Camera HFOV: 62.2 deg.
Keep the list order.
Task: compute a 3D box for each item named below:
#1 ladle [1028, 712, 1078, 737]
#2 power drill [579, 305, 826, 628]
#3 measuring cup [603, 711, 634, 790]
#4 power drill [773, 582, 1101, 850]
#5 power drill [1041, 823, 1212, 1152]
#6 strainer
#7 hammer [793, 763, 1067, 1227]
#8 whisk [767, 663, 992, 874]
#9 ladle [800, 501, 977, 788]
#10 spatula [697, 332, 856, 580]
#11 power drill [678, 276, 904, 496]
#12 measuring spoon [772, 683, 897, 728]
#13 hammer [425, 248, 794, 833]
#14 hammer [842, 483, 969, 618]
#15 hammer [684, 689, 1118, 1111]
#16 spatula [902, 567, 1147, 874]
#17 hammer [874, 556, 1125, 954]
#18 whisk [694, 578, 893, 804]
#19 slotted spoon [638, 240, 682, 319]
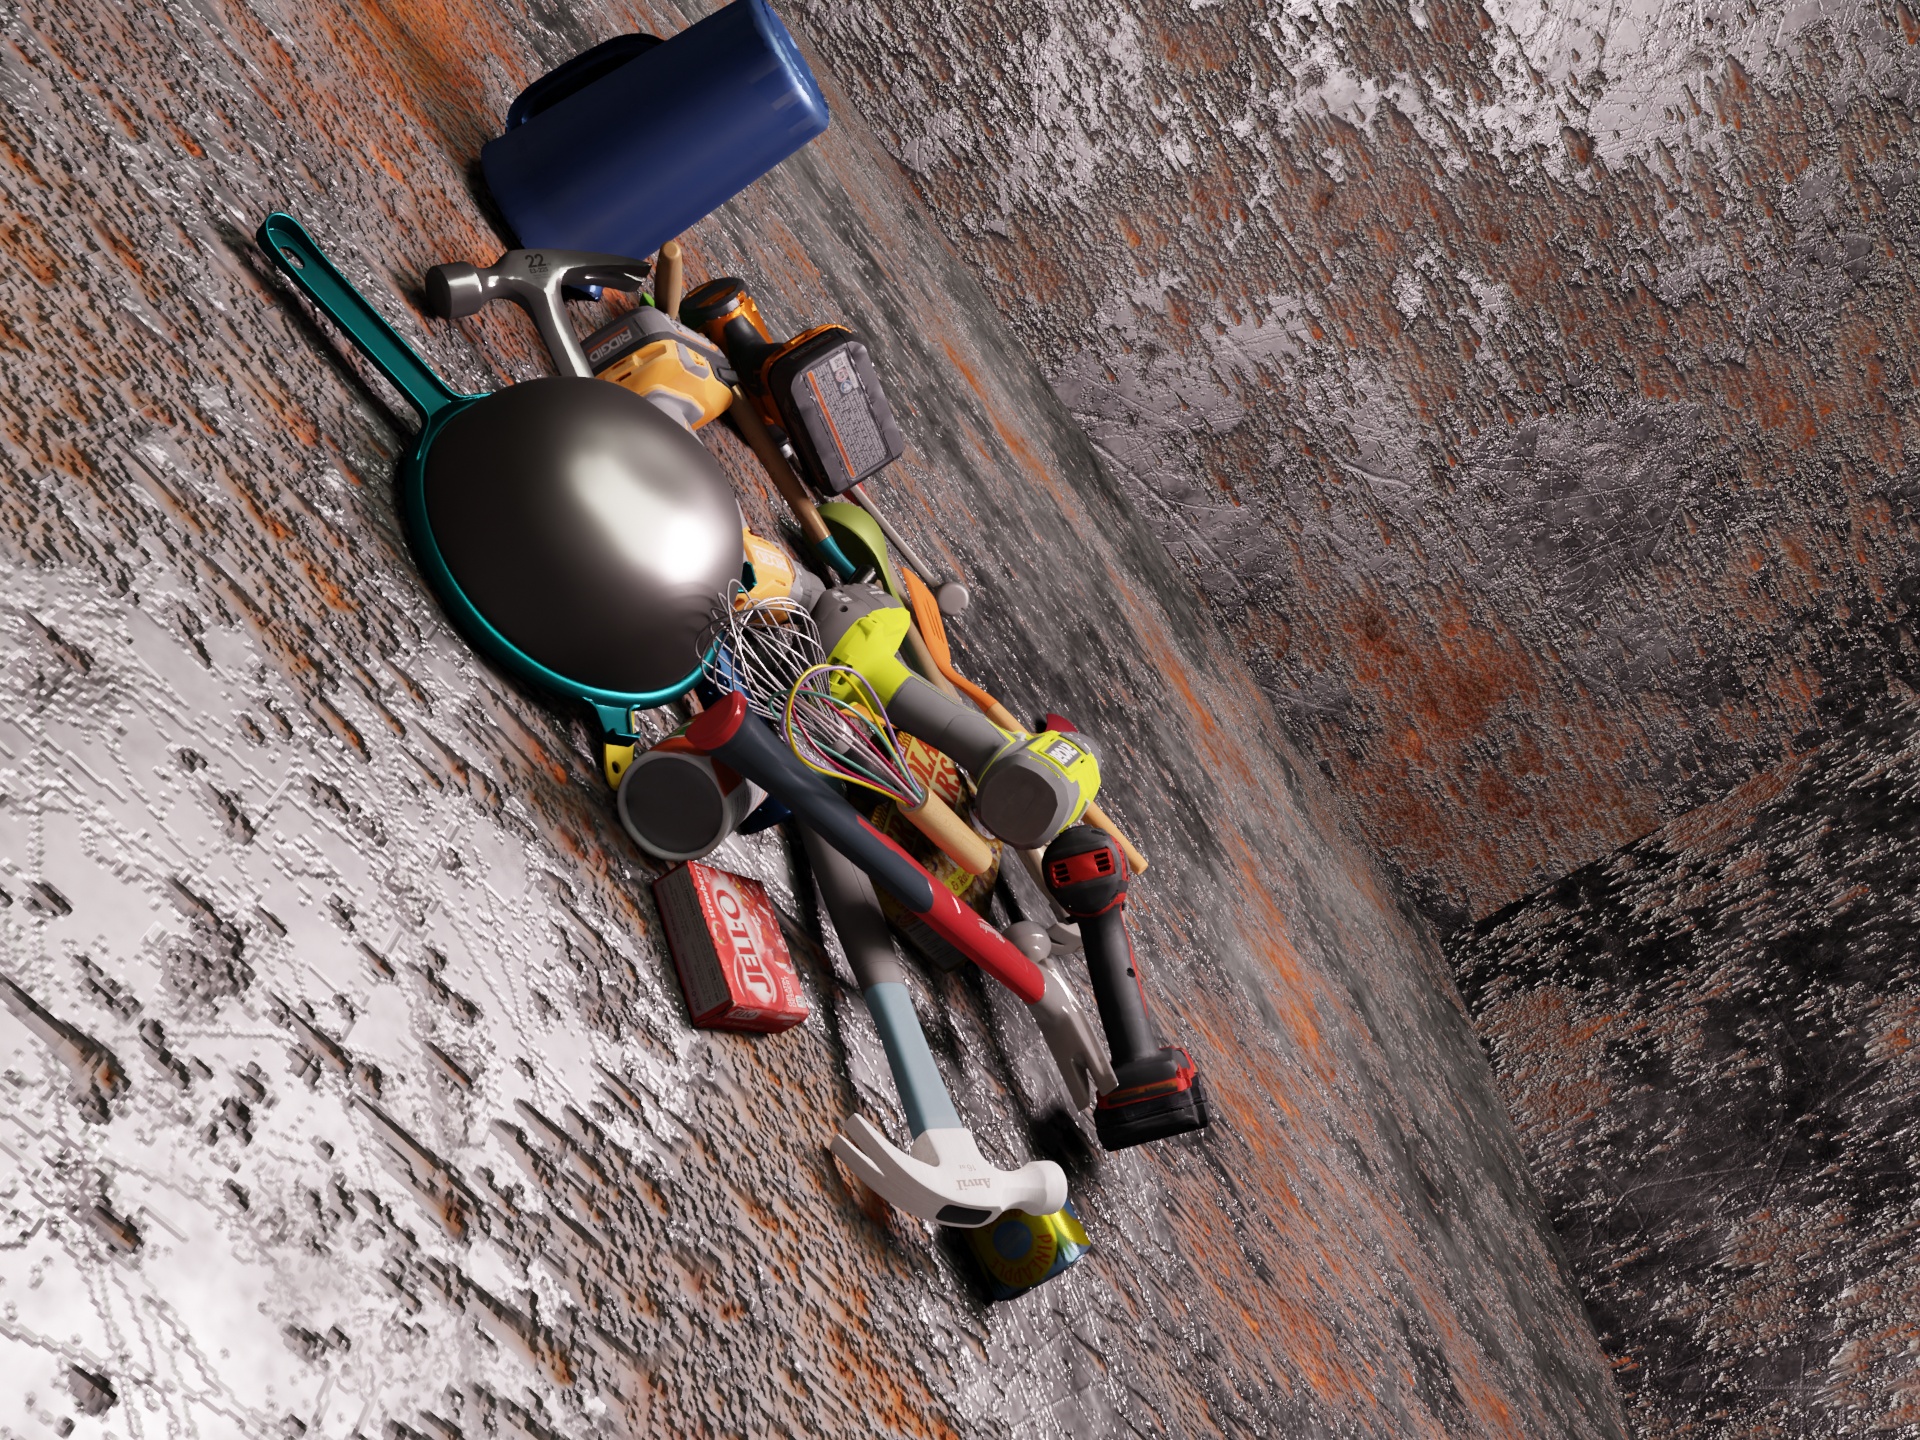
[{"bbox_3d":[0.068,0.020,1.593,0.069,0.031,0.315,62,19,11],"label":"ladle"},{"bbox_3d":[-0.177,-0.169,1.158,0.226,0.084,0.185,66,16,12],"label":"power drill"},{"bbox_3d":[-0.207,-0.024,0.927,0.062,0.029,0.157,36,40,-48],"label":"measuring cup"},{"bbox_3d":[-0.002,-0.004,1.129,0.228,0.080,0.190,34,16,8],"label":"power drill"},{"bbox_3d":[0.116,0.188,1.176,0.188,0.080,0.227,41,34,-80],"label":"power drill"},{"bbox_3d":[-0.237,-0.163,0.879,0.340,0.095,0.211,48,35,-16],"label":"strainer"},{"bbox_3d":[-0.049,0.154,0.969,0.128,0.033,0.331,7,41,-34],"label":"hammer"},{"bbox_3d":[-0.039,0.038,0.907,0.244,0.051,0.047,48,32,-53],"label":"whisk"},{"bbox_3d":[-0.050,-0.058,1.283,0.078,0.062,0.320,78,-13,-56],"label":"ladle"},{"bbox_3d":[-0.130,-0.158,1.244,0.317,0.044,0.082,58,-14,-7],"label":"spatula"},{"bbox_3d":[-0.138,-0.261,1.293,0.227,0.084,0.164,37,-24,49],"label":"power drill"},{"bbox_3d":[-0.082,-0.013,1.165,0.116,0.011,0.021,15,32,-21],"label":"measuring spoon"},{"bbox_3d":[-0.194,-0.122,1.018,0.144,0.035,0.405,-22,84,-34],"label":"hammer"},{"bbox_3d":[-0.120,-0.239,1.464,0.359,0.037,0.149,49,-2,-13],"label":"hammer"},{"bbox_3d":[-0.026,0.106,0.943,0.385,0.038,0.143,45,12,-44],"label":"hammer"},{"bbox_3d":[0.048,0.001,1.312,0.323,0.041,0.081,48,4,20],"label":"spatula"},{"bbox_3d":[0.002,0.014,1.351,0.411,0.038,0.146,59,20,17],"label":"hammer"},{"bbox_3d":[-0.088,-0.002,0.966,0.284,0.070,0.070,58,8,-63],"label":"whisk"},{"bbox_3d":[-0.218,-0.308,1.171,0.070,0.031,0.314,62,-9,-7],"label":"slotted spoon"}]
